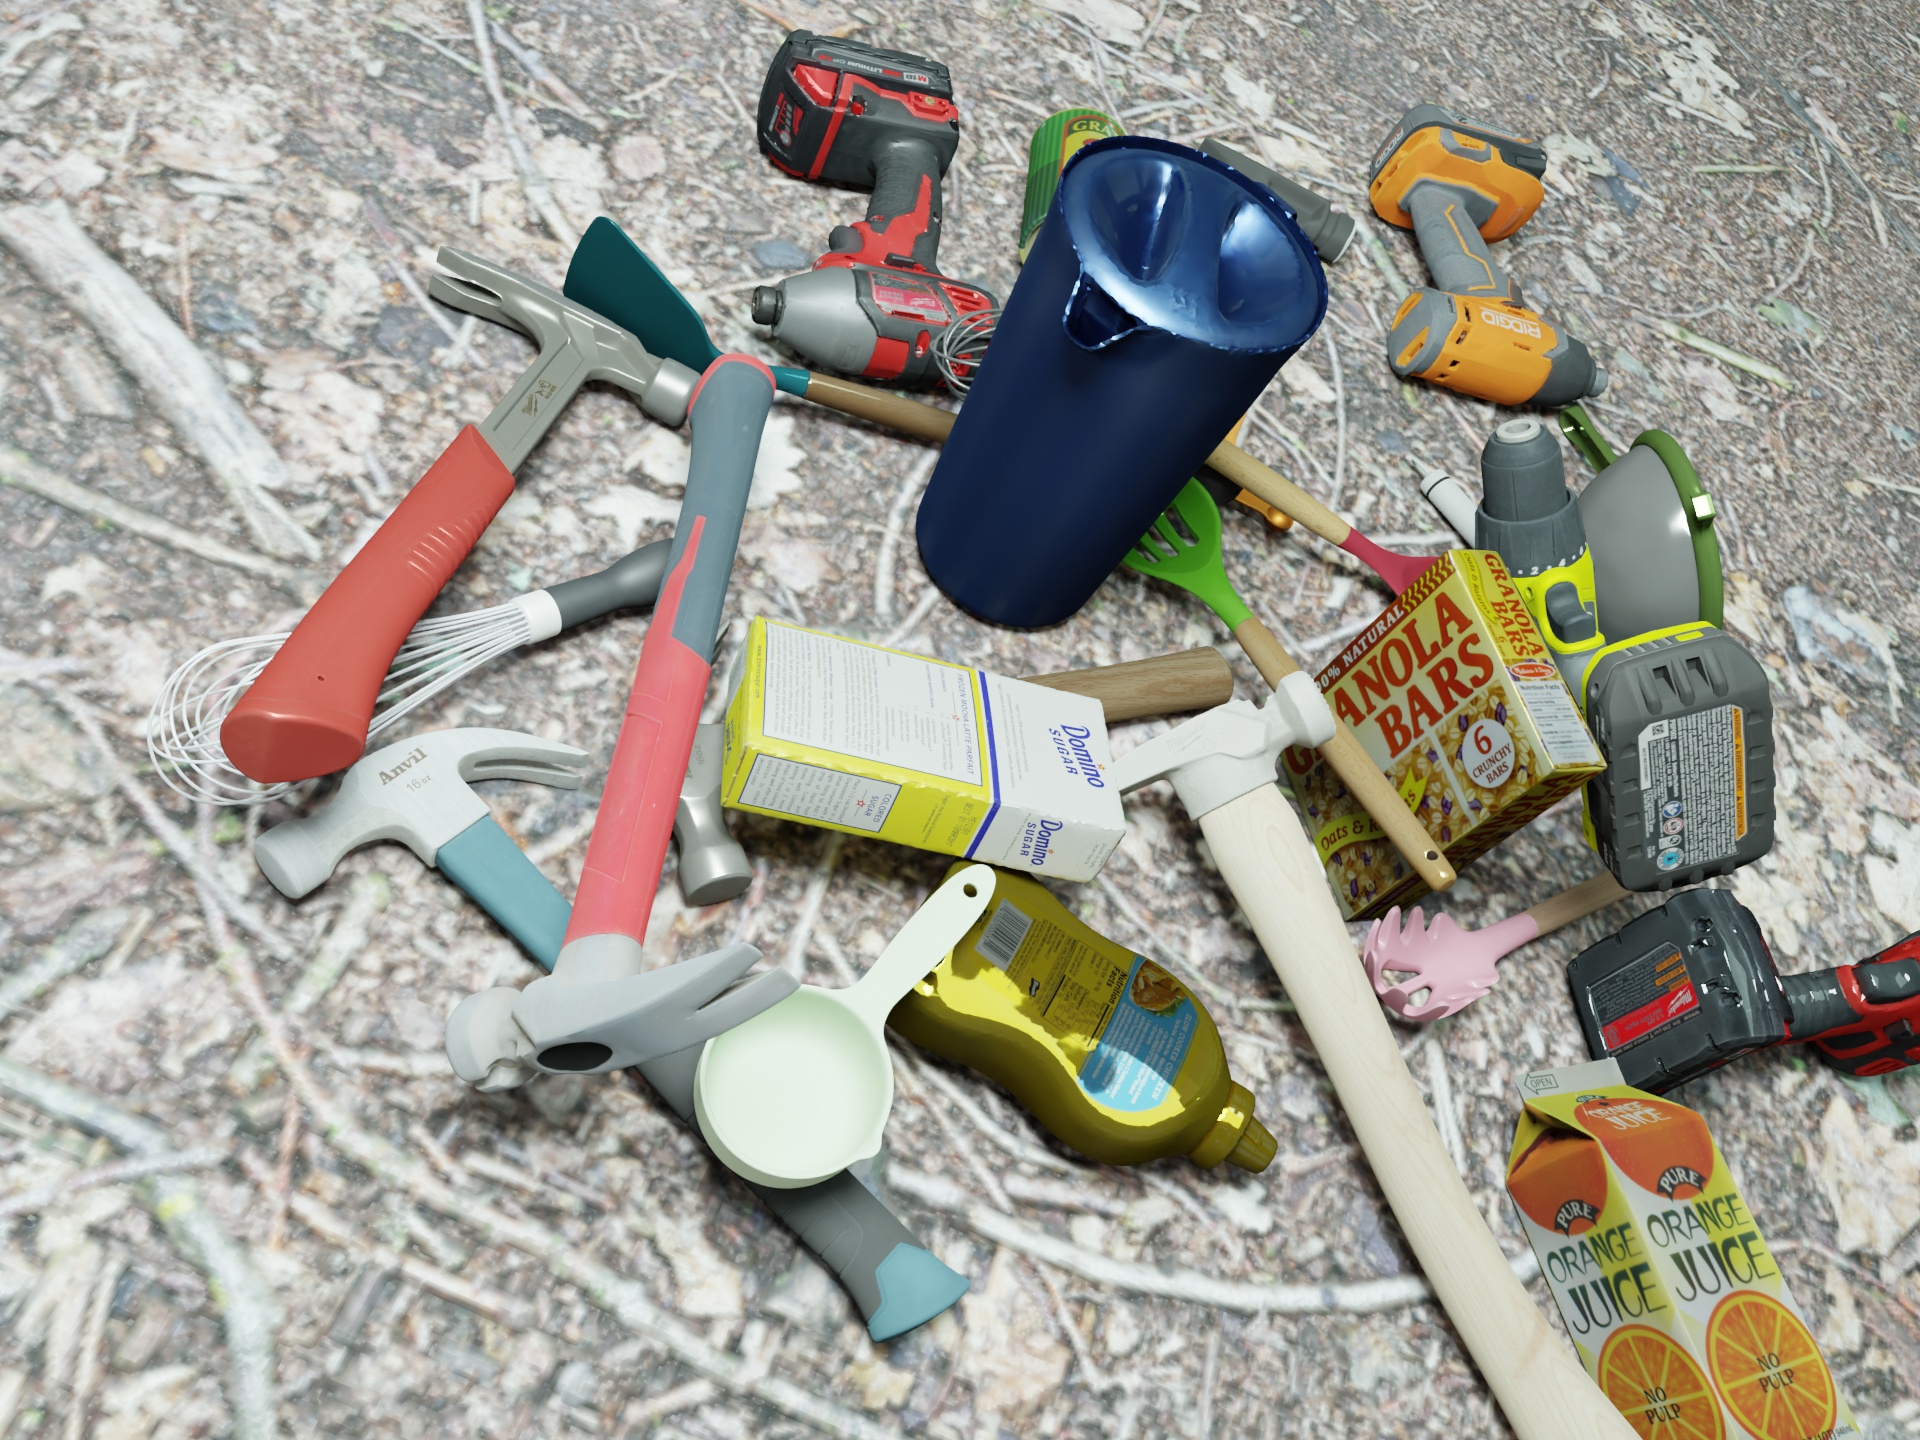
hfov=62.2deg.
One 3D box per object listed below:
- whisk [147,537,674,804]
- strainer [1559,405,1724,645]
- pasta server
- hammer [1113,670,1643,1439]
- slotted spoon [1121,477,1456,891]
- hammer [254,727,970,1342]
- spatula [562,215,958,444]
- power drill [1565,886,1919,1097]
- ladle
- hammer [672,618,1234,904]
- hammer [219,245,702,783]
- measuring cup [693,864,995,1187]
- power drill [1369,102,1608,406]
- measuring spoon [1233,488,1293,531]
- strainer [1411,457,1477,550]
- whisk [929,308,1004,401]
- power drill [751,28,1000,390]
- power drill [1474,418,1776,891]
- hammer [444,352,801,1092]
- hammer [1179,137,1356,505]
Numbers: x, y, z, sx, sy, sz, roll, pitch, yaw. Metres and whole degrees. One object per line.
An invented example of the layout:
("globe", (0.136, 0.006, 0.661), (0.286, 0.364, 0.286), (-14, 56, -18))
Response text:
("whisk", (-0.219, -0.037, 0.713), (0.284, 0.070, 0.070), (-27, 73, -39))
("strainer", (0.416, -0.134, 1.039), (0.069, 0.151, 0.257), (-13, 37, 7))
("pasta server", (0.332, 0.101, 0.874), (0.316, 0.040, 0.060), (-15, 55, -32))
("hammer", (0.190, 0.186, 0.737), (0.146, 0.038, 0.411), (-26, 76, 2))
("slotted spoon", (0.164, -0.031, 0.847), (0.070, 0.031, 0.314), (-24, 55, -10))
("hammer", (-0.129, 0.129, 0.657), (0.331, 0.033, 0.128), (43, 54, 7))
("spatula", (-0.060, -0.189, 0.879), (0.317, 0.082, 0.044), (14, 67, -23))
("power drill", (0.456, 0.133, 0.816), (0.226, 0.187, 0.080), (2, 60, -18))
("ladle", (0.205, -0.121, 0.932), (0.315, 0.031, 0.069), (29, 54, -20))
("hammer", (-0.001, -0.003, 0.799), (0.331, 0.031, 0.130), (-10, 64, -29))
("hammer", (-0.232, -0.103, 0.707), (0.149, 0.036, 0.359), (25, 38, -9))
("measuring cup", (-0.041, 0.120, 0.651), (0.083, 0.038, 0.167), (42, 55, 6))
("power drill", (0.382, -0.324, 1.147), (0.164, 0.084, 0.227), (11, 60, -17))
("measuring spoon", (0.151, -0.147, 0.974), (0.117, 0.011, 0.021), (30, 50, 2))
("strainer", (0.363, -0.073, 0.999), (0.259, 0.050, 0.086), (57, 16, 24))
("whisk", (0.083, -0.215, 0.914), (0.239, 0.055, 0.055), (-14, 66, -34))
("power drill", (-0.059, -0.295, 0.938), (0.143, 0.078, 0.220), (3, 61, -22))
("power drill", (0.330, -0.038, 0.831), (0.080, 0.190, 0.229), (-15, 30, 5))
("hammer", (-0.109, -0.033, 0.679), (0.038, 0.143, 0.387), (47, 35, -38))
("hammer", (0.179, -0.260, 1.036), (0.127, 0.034, 0.337), (26, 50, -7))
